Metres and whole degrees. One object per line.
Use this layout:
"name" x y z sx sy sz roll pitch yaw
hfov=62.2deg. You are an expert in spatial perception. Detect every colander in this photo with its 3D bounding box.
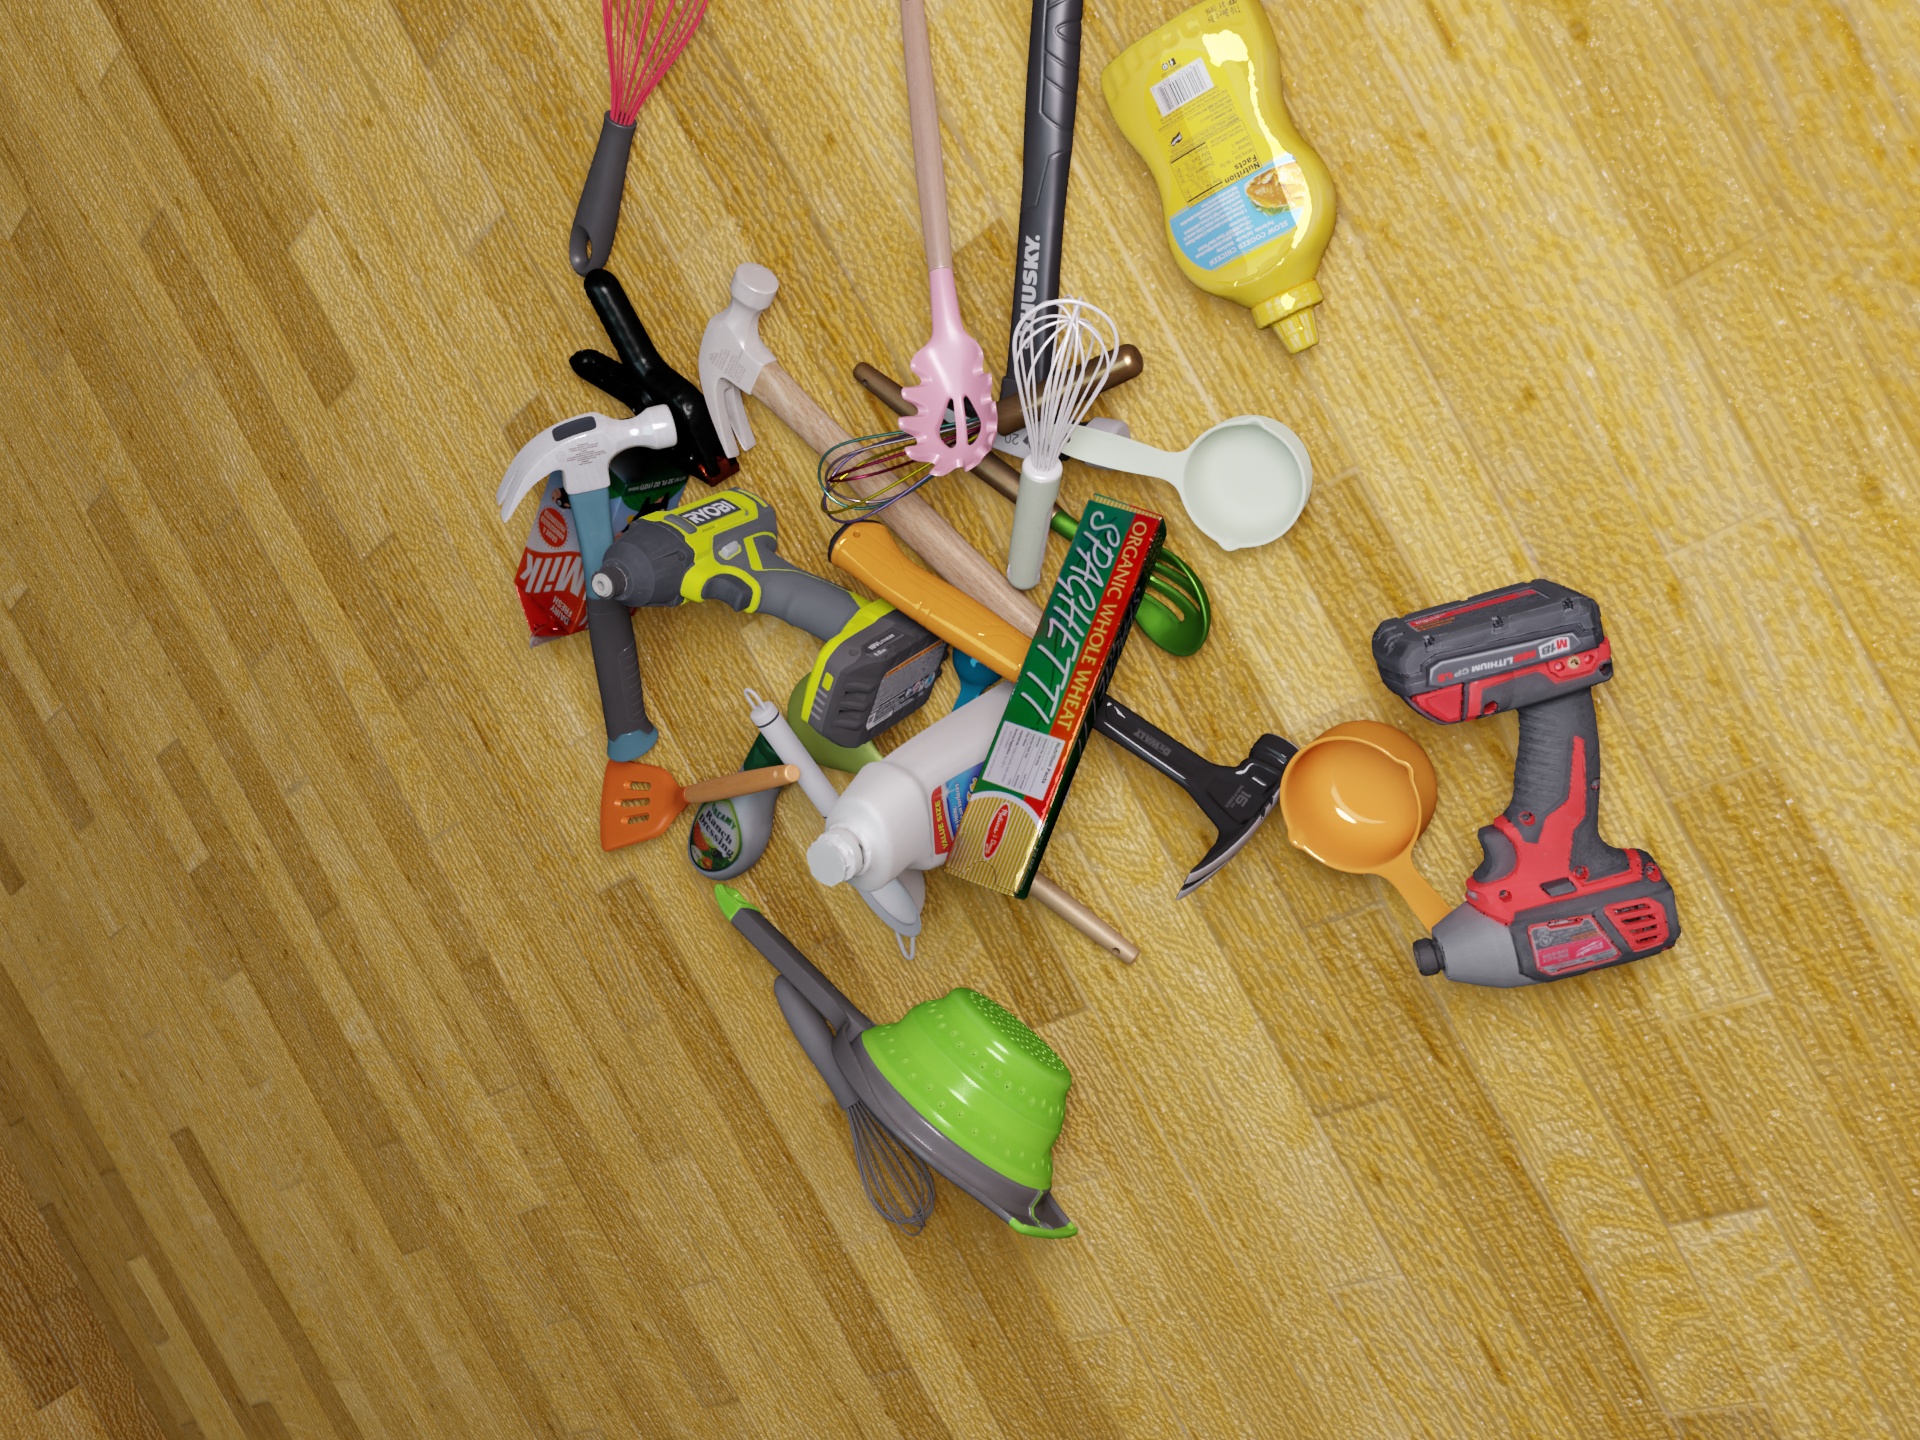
"colander" -0.042 0.218 1.199 0.397 0.204 0.094 39 92 31

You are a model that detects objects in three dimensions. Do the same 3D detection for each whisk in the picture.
"whisk" -0.091 0.314 1.306 0.055 0.055 0.239 -35 83 38
"whisk" 0.006 -0.185 1.006 0.245 0.047 0.051 -19 99 30
"whisk" 0.051 -0.159 0.959 0.059 0.058 0.246 8 147 0
"whisk" -0.232 -0.436 1.108 0.073 0.073 0.295 41 132 14

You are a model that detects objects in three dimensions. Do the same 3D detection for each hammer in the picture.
"hammer" -0.267 -0.089 1.206 0.330 0.128 0.033 93 157 -46
"hammer" 0.047 -0.025 1.019 0.337 0.127 0.034 35 149 15
"hammer" 0.047 -0.328 0.972 0.146 0.035 0.334 16 116 28
"hammer" -0.059 -0.161 1.102 0.331 0.031 0.130 44 135 9

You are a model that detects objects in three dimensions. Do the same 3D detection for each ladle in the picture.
"ladle" 0.002 0.070 1.159 0.320 0.062 0.078 36 124 9

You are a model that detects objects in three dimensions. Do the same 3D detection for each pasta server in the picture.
"pasta server" -0.017 -0.303 0.972 0.060 0.040 0.316 -7 87 14

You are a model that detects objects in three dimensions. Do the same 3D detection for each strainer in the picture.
"strainer" -0.085 0.073 1.170 0.087 0.050 0.258 12 141 53

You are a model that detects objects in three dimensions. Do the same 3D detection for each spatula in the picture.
"spatula" -0.207 0.055 1.237 0.322 0.041 0.081 -13 72 58

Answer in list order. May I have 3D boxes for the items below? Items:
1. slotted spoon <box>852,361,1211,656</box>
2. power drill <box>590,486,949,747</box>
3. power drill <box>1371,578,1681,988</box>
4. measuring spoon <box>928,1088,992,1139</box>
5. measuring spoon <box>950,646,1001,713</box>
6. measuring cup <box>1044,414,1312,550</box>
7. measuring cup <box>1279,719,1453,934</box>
"slotted spoon" 0.045 -0.149 1.047 0.314 0.031 0.070 39 142 18
"power drill" -0.131 -0.077 1.106 0.223 0.171 0.080 31 123 17
"power drill" 0.306 0.043 0.887 0.143 0.078 0.219 -16 102 7
"measuring spoon" -0.012 0.307 1.266 0.117 0.011 0.021 42 145 15
"measuring spoon" -0.002 -0.004 1.114 0.042 0.021 0.128 21 100 23
"measuring cup" 0.133 -0.158 0.966 0.168 0.038 0.083 19 119 21
"measuring cup" 0.271 0.077 0.966 0.173 0.052 0.095 52 127 4
